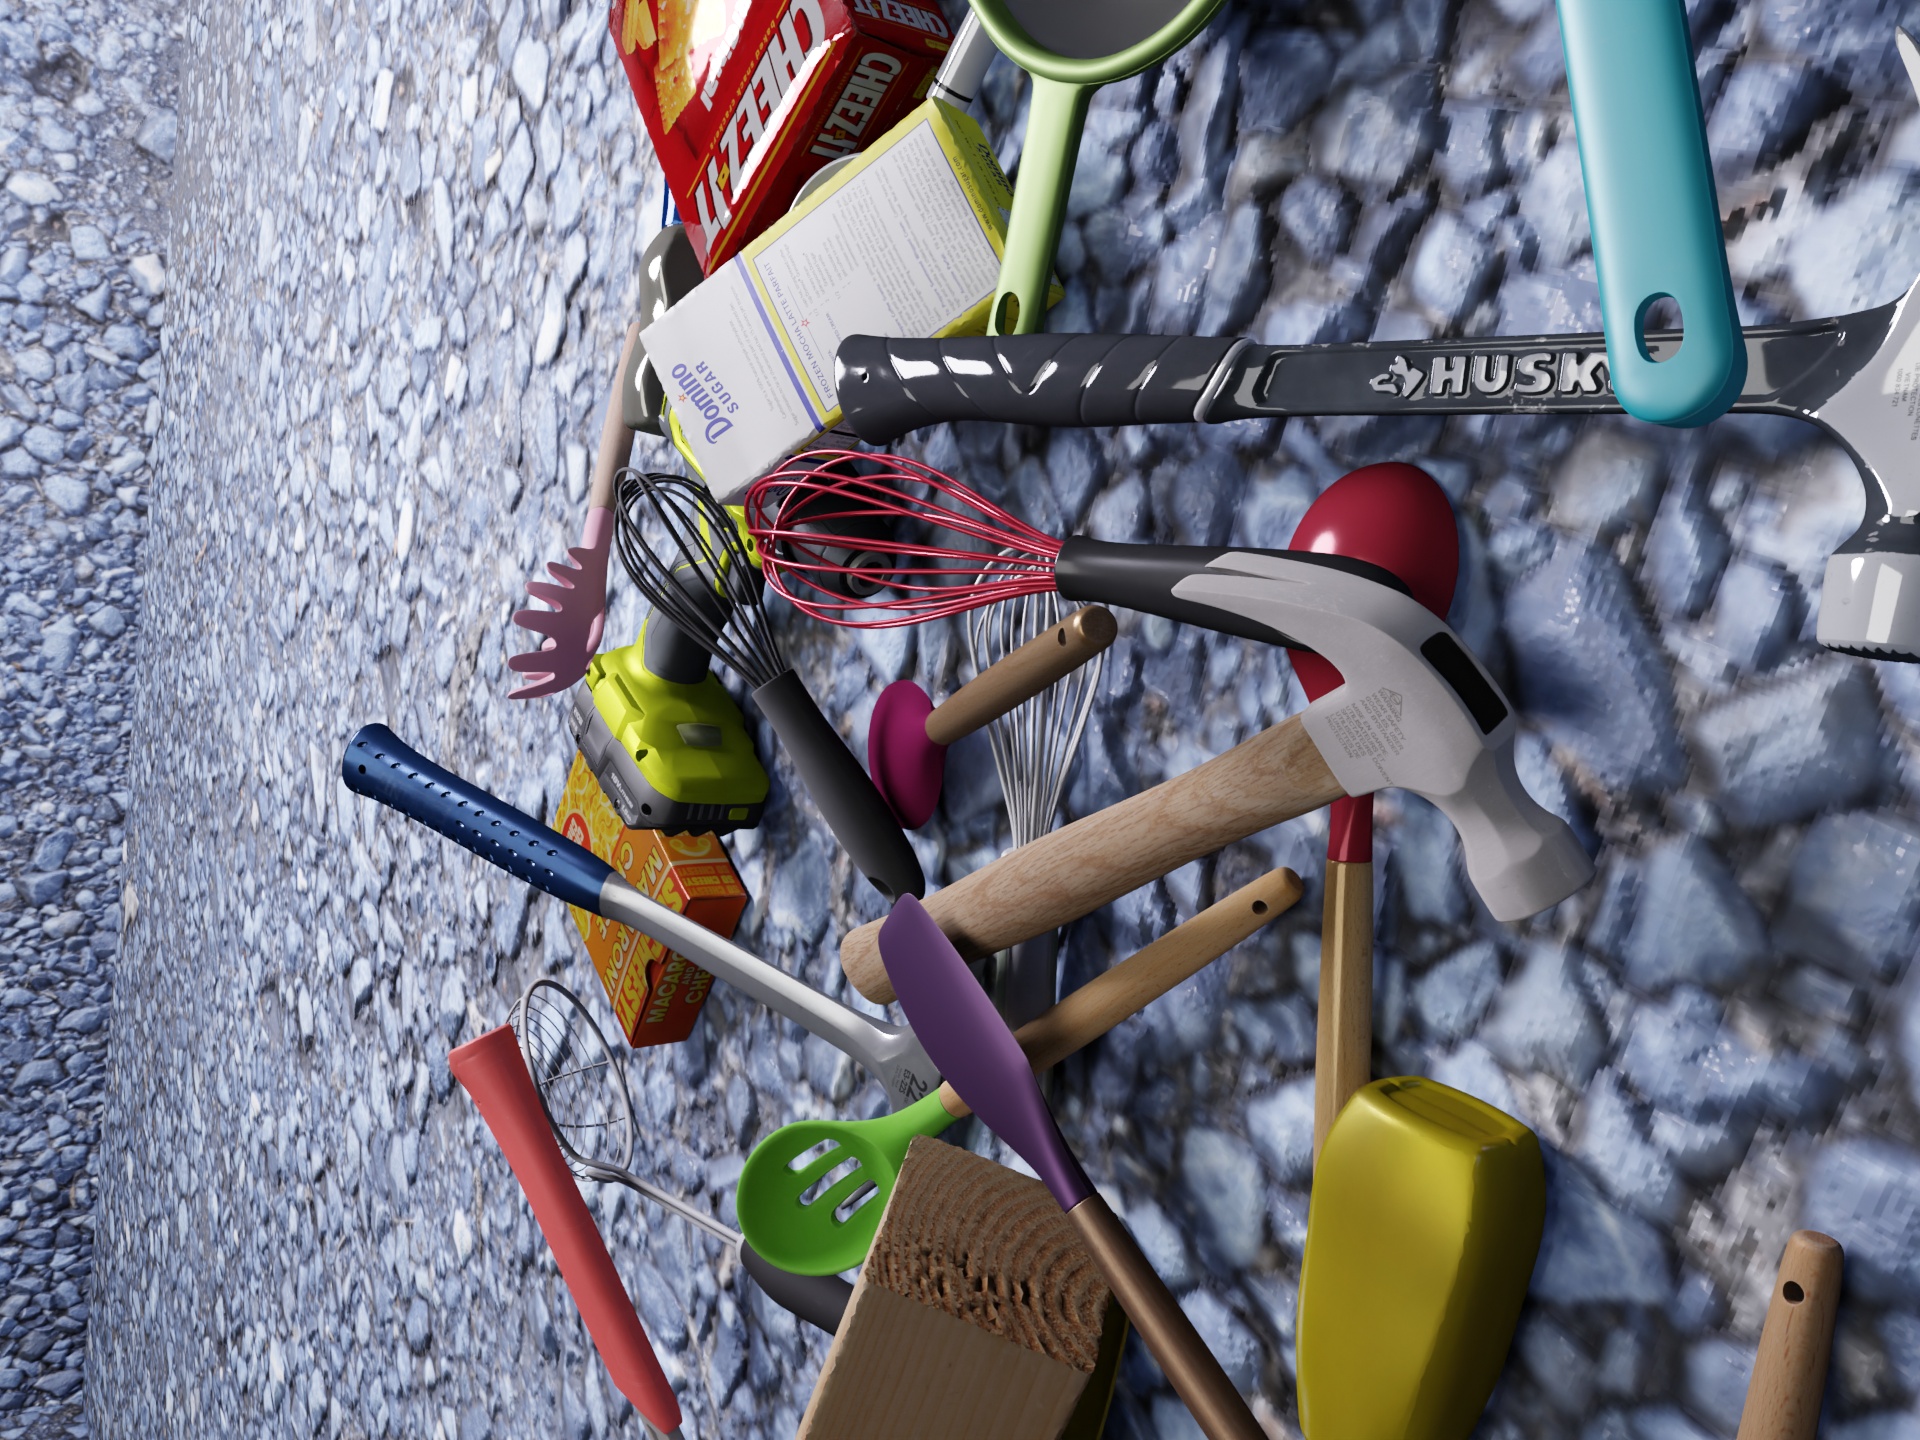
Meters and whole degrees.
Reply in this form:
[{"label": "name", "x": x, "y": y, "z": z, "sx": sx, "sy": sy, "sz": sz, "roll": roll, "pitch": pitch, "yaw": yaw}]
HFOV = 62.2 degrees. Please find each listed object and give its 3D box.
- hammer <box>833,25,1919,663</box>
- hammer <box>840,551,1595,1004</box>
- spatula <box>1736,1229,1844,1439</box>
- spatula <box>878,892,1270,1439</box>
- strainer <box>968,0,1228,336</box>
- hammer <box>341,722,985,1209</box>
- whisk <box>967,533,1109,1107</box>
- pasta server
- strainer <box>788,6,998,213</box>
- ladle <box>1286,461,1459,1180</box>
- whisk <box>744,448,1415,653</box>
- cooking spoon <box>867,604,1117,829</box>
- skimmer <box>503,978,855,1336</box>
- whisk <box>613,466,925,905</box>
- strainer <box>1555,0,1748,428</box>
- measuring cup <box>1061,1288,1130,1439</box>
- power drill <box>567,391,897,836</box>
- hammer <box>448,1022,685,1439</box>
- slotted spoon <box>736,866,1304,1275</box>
[{"label": "hammer", "x": 0.101, "y": -0.114, "z": 0.508, "sx": 0.409, "sy": 0.036, "sz": 0.149, "roll": 11, "pitch": 96, "yaw": 43}, {"label": "hammer", "x": 0.049, "y": 0.046, "z": 0.559, "sx": 0.331, "sy": 0.031, "sz": 0.130, "roll": -33, "pitch": 89, "yaw": 50}, {"label": "spatula", "x": 0.194, "y": 0.289, "z": 0.425, "sx": 0.082, "sy": 0.044, "sz": 0.317, "roll": 18, "pitch": 103, "yaw": 56}, {"label": "spatula", "x": 0.058, "y": 0.198, "z": 0.575, "sx": 0.316, "sy": 0.018, "sz": 0.059, "roll": 53, "pitch": 141, "yaw": 22}, {"label": "strainer", "x": 0.060, "y": -0.256, "z": 0.589, "sx": 0.152, "sy": 0.069, "sz": 0.256, "roll": 31, "pitch": 120, "yaw": 37}, {"label": "hammer", "x": -0.171, "y": 0.098, "z": 0.807, "sx": 0.406, "sy": 0.035, "sz": 0.144, "roll": 23, "pitch": 112, "yaw": 27}, {"label": "whisk", "x": 0.029, "y": 0.048, "z": 0.648, "sx": 0.059, "sy": 0.058, "sz": 0.246, "roll": -101, "pitch": 12, "yaw": -81}, {"label": "pasta server", "x": -0.200, "y": -0.129, "z": 0.866, "sx": 0.317, "sy": 0.040, "sz": 0.060, "roll": -92, "pitch": 14, "yaw": -44}, {"label": "strainer", "x": -0.007, "y": -0.266, "z": 0.701, "sx": 0.087, "sy": 0.050, "sz": 0.258, "roll": 37, "pitch": 118, "yaw": 9}, {"label": "ladle", "x": 0.128, "y": 0.072, "z": 0.530, "sx": 0.069, "sy": 0.031, "sz": 0.315, "roll": 6, "pitch": 96, "yaw": 52}, {"label": "whisk", "x": 0.026, "y": -0.056, "z": 0.574, "sx": 0.296, "sy": 0.073, "sz": 0.073, "roll": 13, "pitch": 100, "yaw": 40}, {"label": "cooking spoon", "x": -0.001, "y": -0.002, "z": 0.625, "sx": 0.319, "sy": 0.017, "sz": 0.069, "roll": 148, "pitch": 114, "yaw": -71}, {"label": "skimmer", "x": -0.134, "y": 0.238, "z": 0.860, "sx": 0.363, "sy": 0.090, "sz": 0.127, "roll": 13, "pitch": 143, "yaw": 41}, {"label": "whisk", "x": -0.087, "y": -0.015, "z": 0.724, "sx": 0.055, "sy": 0.055, "sz": 0.239, "roll": -33, "pitch": 91, "yaw": 48}, {"label": "strainer", "x": 0.177, "y": -0.237, "z": 0.405, "sx": 0.211, "sy": 0.095, "sz": 0.340, "roll": -12, "pitch": 81, "yaw": 48}, {"label": "measuring cup", "x": 0.056, "y": 0.292, "z": 0.634, "sx": 0.062, "sy": 0.029, "sz": 0.156, "roll": 10, "pitch": 86, "yaw": 54}, {"label": "power drill", "x": -0.117, "y": -0.054, "z": 0.820, "sx": 0.191, "sy": 0.080, "sz": 0.228, "roll": 49, "pitch": 125, "yaw": 41}, {"label": "hammer", "x": -0.175, "y": 0.328, "z": 0.839, "sx": 0.149, "sy": 0.036, "sz": 0.359, "roll": -31, "pitch": 84, "yaw": 50}, {"label": "slotted spoon", "x": 0.015, "y": 0.143, "z": 0.637, "sx": 0.070, "sy": 0.031, "sz": 0.313, "roll": 49, "pitch": 121, "yaw": -1}]
